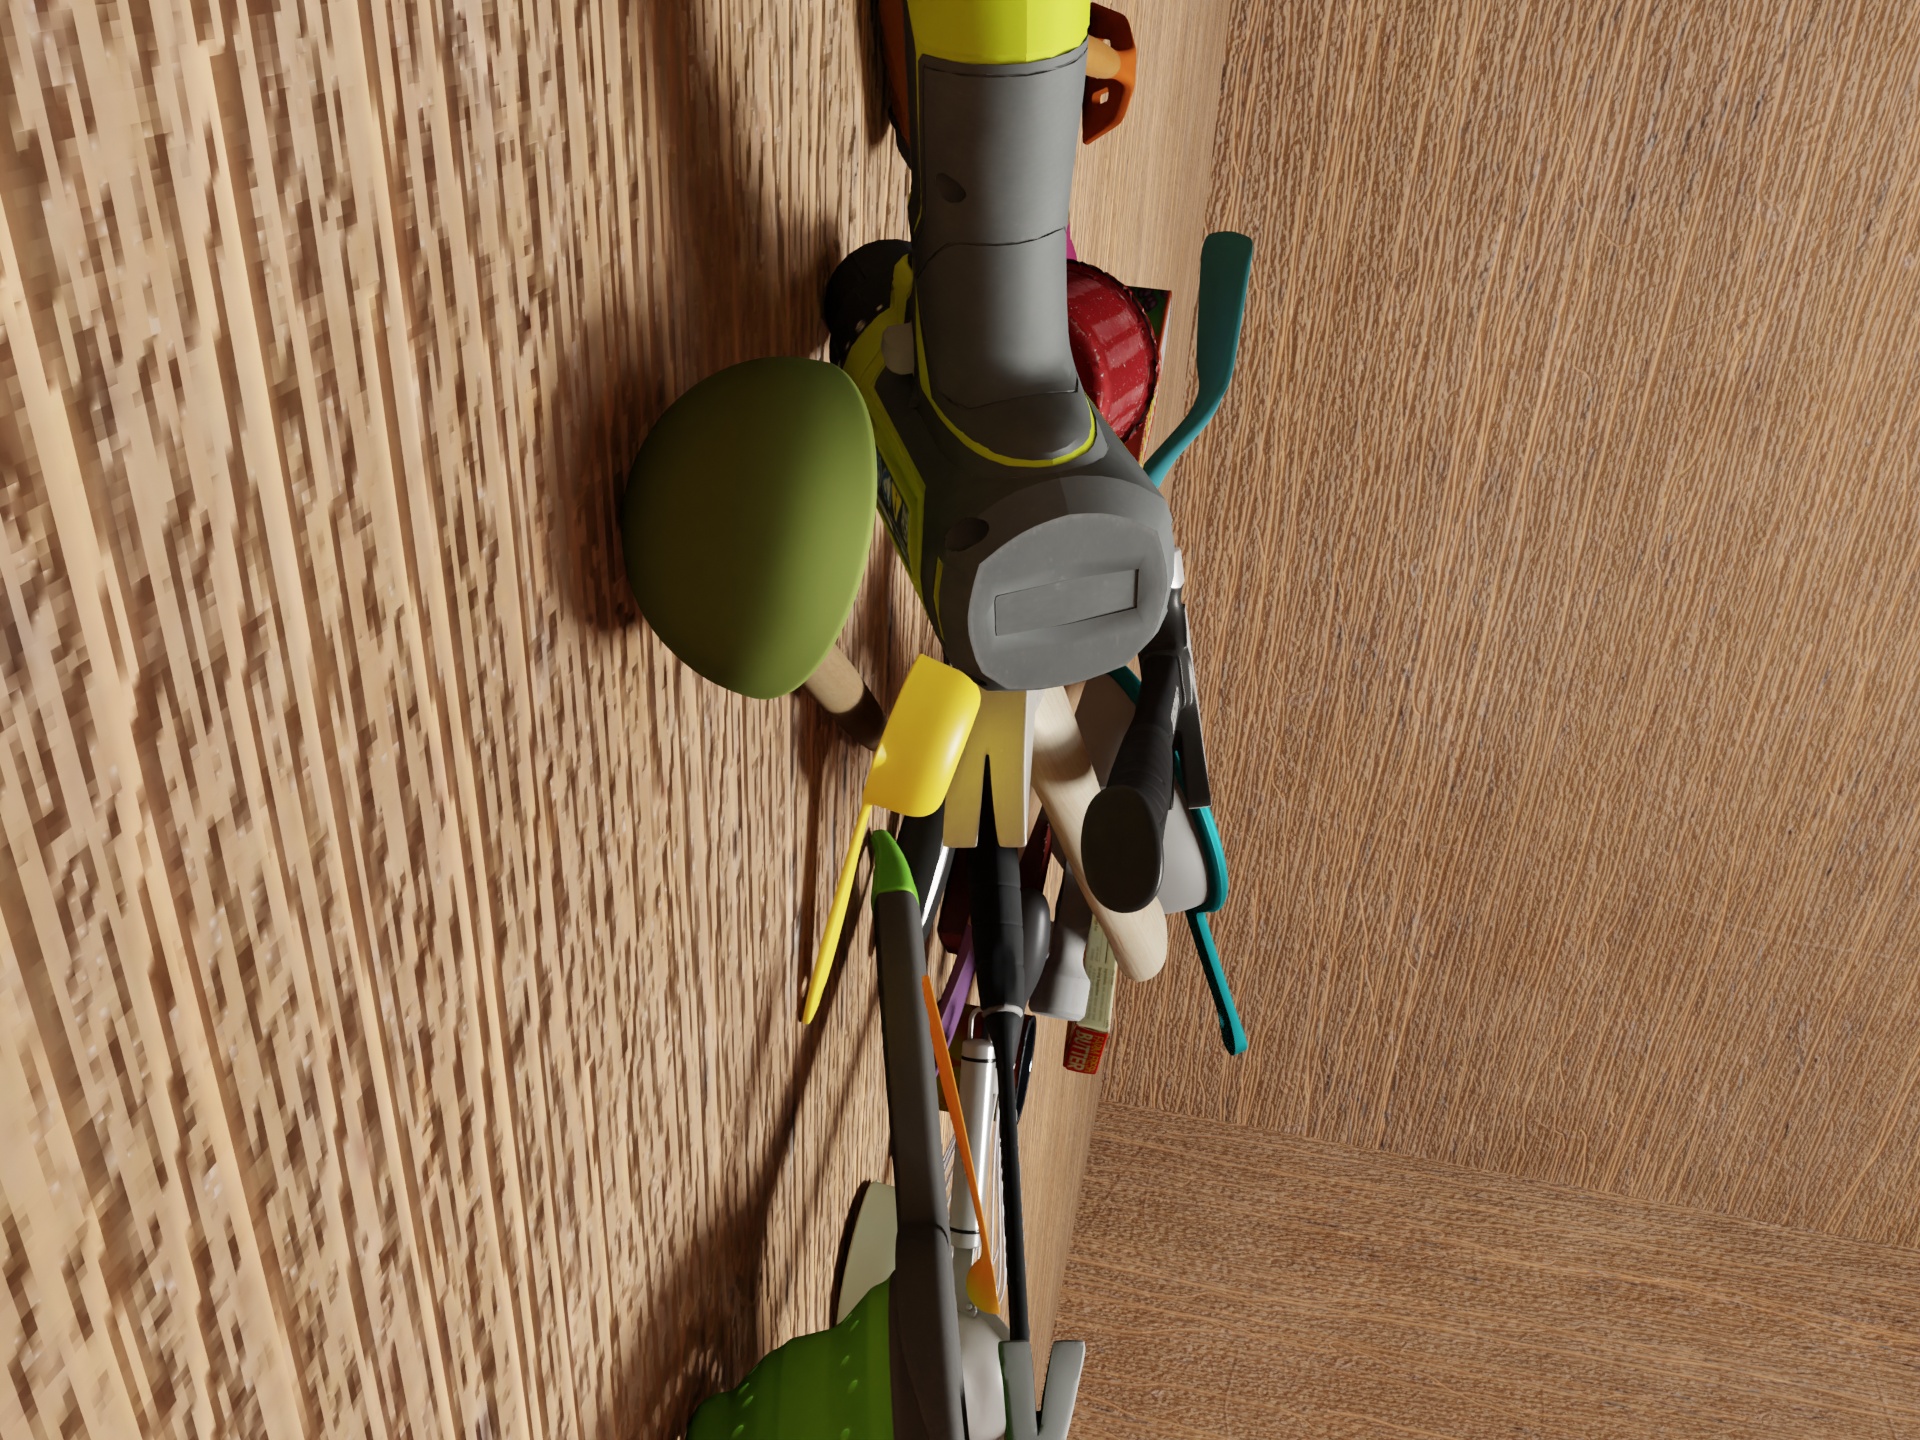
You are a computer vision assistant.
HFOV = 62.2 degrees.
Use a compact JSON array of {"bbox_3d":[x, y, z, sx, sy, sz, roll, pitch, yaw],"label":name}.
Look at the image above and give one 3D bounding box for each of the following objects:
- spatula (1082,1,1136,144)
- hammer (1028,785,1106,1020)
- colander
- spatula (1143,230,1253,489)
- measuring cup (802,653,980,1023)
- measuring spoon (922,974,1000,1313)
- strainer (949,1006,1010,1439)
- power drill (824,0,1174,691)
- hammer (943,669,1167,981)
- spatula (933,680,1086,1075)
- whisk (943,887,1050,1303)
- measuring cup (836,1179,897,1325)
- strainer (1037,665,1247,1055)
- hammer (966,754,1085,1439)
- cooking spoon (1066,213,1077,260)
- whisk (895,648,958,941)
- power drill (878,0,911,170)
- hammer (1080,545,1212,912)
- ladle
[{"bbox_3d":[0.064,-0.340,0.823,0.323,0.041,0.081,-60,152,-67],"label":"spatula"},{"bbox_3d":[0.065,0.148,1.123,0.405,0.035,0.144,95,6,-76],"label":"hammer"},{"bbox_3d":[-0.048,0.213,0.574,0.204,0.094,0.398,86,-3,-52],"label":"colander"},{"bbox_3d":[0.079,-0.115,0.873,0.317,0.044,0.082,-59,-162,11],"label":"spatula"},{"bbox_3d":[-0.027,0.051,0.587,0.062,0.029,0.156,-65,173,-69],"label":"measuring cup"},{"bbox_3d":[-0.003,0.147,0.554,0.021,0.011,0.117,92,-14,-74],"label":"measuring spoon"},{"bbox_3d":[0.000,0.282,0.846,0.050,0.087,0.258,11,82,-60],"label":"strainer"},{"bbox_3d":[-0.003,-0.146,0.393,0.191,0.080,0.228,-114,-163,-48],"label":"power drill"},{"bbox_3d":[0.061,0.063,0.785,0.410,0.038,0.146,61,31,-60],"label":"hammer"},{"bbox_3d":[0.020,0.090,0.877,0.059,0.018,0.316,11,99,-82],"label":"spatula"},{"bbox_3d":[0.011,0.227,0.895,0.070,0.070,0.284,-46,149,-74],"label":"whisk"},{"bbox_3d":[-0.034,0.299,0.822,0.167,0.038,0.083,89,13,-51],"label":"measuring cup"},{"bbox_3d":[0.127,0.119,1.192,0.211,0.095,0.340,-141,-151,-71],"label":"strainer"},{"bbox_3d":[0.019,0.148,0.734,0.149,0.036,0.409,95,-5,-46],"label":"hammer"},{"bbox_3d":[0.052,-0.289,0.880,0.318,0.017,0.069,56,40,-76],"label":"cooking spoon"},{"bbox_3d":[-0.002,-0.003,0.744,0.055,0.055,0.239,52,52,-77],"label":"whisk"},{"bbox_3d":[0.024,-0.314,0.522,0.185,0.084,0.226,84,21,-51],"label":"power drill"},{"bbox_3d":[0.090,0.016,0.751,0.335,0.035,0.146,-57,140,-71],"label":"hammer"},{"bbox_3d":[-0.035,-0.022,0.483,0.320,0.062,0.078,64,27,-78],"label":"ladle"}]
